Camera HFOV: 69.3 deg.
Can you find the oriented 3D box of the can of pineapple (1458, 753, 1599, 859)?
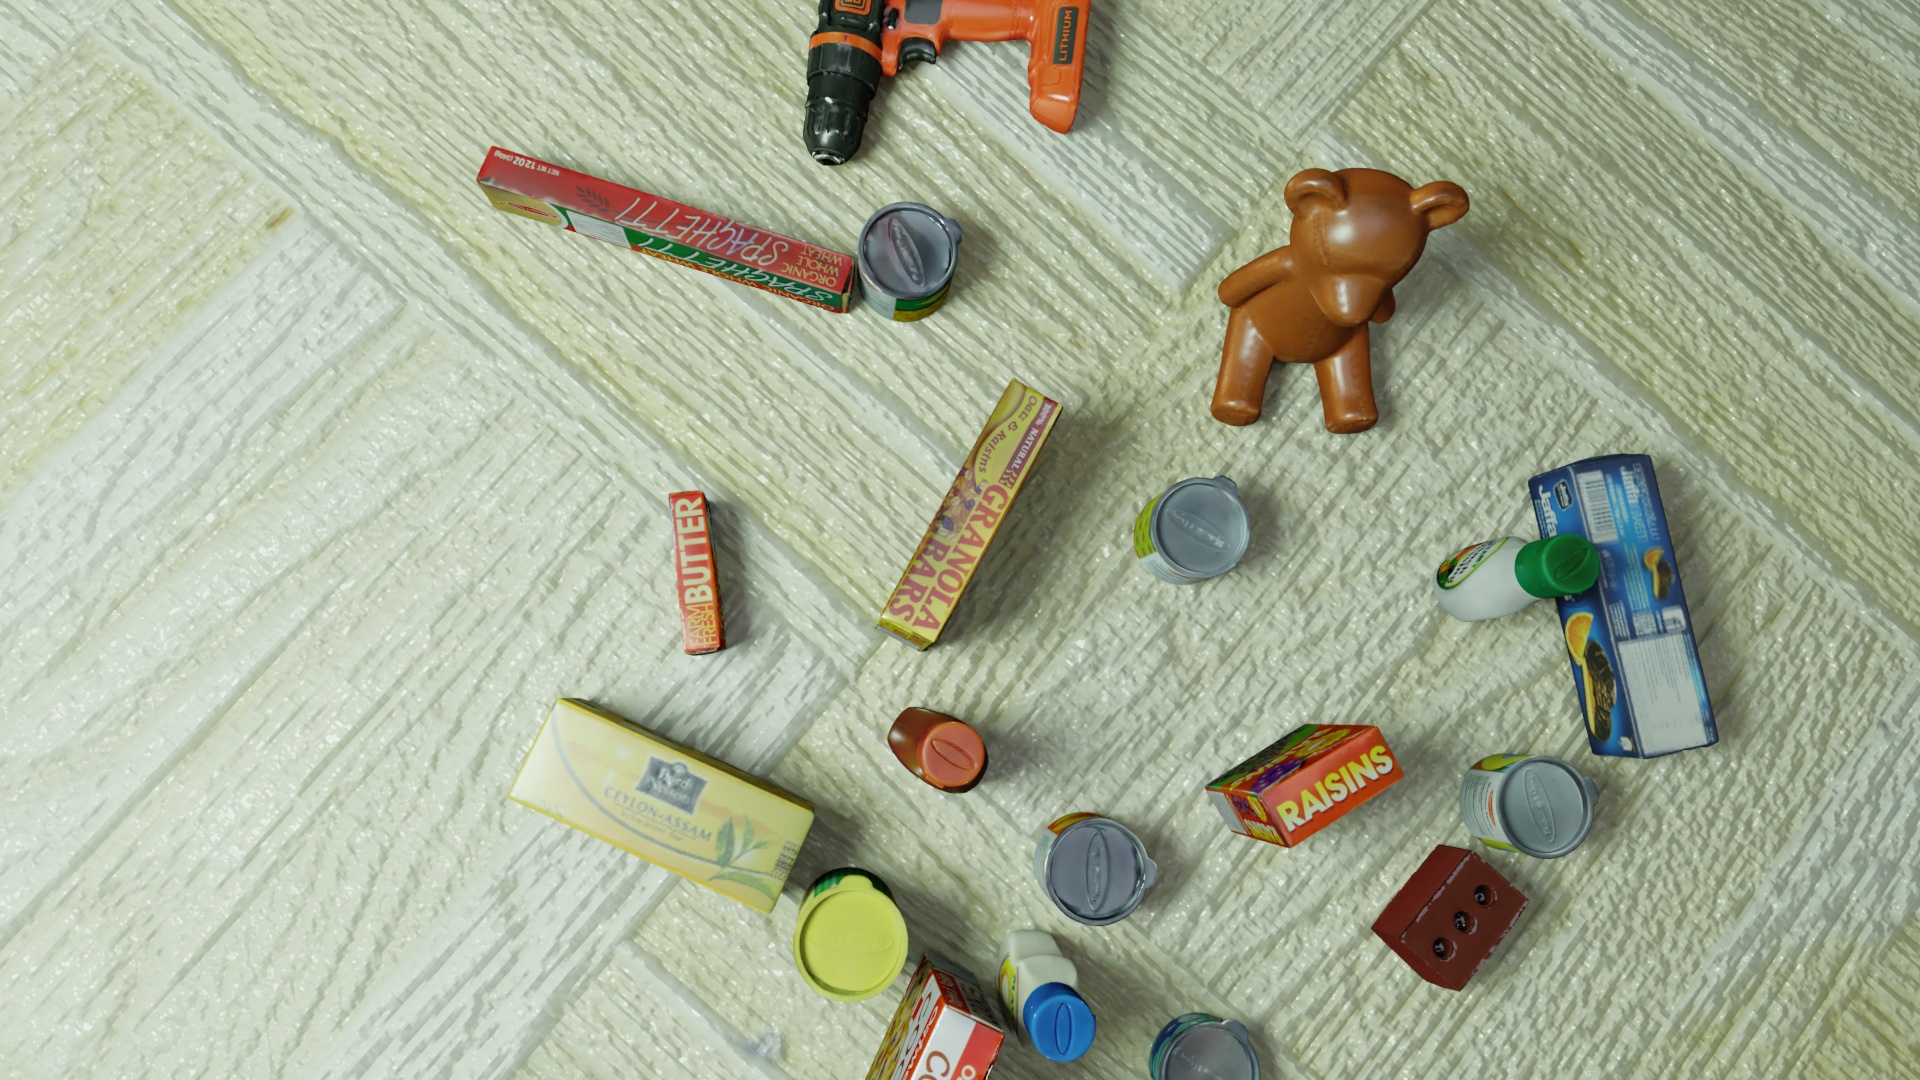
[{"bbox_3d":[0.376,0.175,0.922,0.071,0.058,0.071,1,83,-5],"label":"can of pineapple"}]

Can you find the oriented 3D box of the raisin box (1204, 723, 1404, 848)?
[{"bbox_3d":[0.214,0.151,0.876,0.086,0.123,0.040,-29,86,-8],"label":"raisin box"}]

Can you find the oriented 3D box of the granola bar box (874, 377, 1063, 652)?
[{"bbox_3d":[0.003,-0.011,0.877,0.039,0.124,0.166,29,81,-1],"label":"granola bar box"}]

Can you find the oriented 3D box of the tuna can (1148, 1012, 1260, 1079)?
[{"bbox_3d":[0.157,0.337,0.892,0.071,0.033,0.071,1,82,-5],"label":"tuna can"}]

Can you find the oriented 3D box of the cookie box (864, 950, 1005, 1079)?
[{"bbox_3d":[-0.025,0.318,0.809,0.040,0.167,0.123,26,81,-2],"label":"cookie box"}]

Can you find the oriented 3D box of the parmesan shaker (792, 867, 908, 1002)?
[{"bbox_3d":[-0.067,0.235,0.848,0.071,0.103,0.071,1,83,-5],"label":"parmesan shaker"}]

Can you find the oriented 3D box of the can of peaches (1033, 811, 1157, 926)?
[{"bbox_3d":[0.085,0.209,0.889,0.071,0.058,0.071,1,83,-5],"label":"can of peaches"}]

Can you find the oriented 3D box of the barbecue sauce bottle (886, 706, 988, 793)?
[{"bbox_3d":[-0.011,0.128,0.845,0.065,0.148,0.044,33,81,-1],"label":"barbecue sauce bottle"}]

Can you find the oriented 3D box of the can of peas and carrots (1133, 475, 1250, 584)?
[{"bbox_3d":[0.154,-0.007,0.924,0.071,0.058,0.071,1,83,-5],"label":"can of peas and carrots"}]

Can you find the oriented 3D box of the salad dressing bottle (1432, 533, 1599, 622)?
[{"bbox_3d":[0.356,0.022,0.895,0.064,0.147,0.044,-40,88,-9],"label":"salad dressing bottle"}]

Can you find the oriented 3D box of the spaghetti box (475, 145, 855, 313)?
[{"bbox_3d":[-0.190,-0.204,0.922,0.250,0.050,0.029,17,82,-3],"label":"spaghetti box"}]

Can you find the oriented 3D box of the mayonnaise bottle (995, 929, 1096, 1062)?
[{"bbox_3d":[0.050,0.275,0.831,0.041,0.148,0.065,2,83,-5],"label":"mayonnaise bottle"}]

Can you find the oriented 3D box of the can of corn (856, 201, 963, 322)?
[{"bbox_3d":[-0.034,-0.186,0.930,0.071,0.058,0.071,1,83,-5],"label":"can of corn"}]

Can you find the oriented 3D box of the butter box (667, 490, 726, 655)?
[{"bbox_3d":[-0.169,0.022,0.892,0.024,0.053,0.103,-7,83,-6],"label":"butter box"}]
